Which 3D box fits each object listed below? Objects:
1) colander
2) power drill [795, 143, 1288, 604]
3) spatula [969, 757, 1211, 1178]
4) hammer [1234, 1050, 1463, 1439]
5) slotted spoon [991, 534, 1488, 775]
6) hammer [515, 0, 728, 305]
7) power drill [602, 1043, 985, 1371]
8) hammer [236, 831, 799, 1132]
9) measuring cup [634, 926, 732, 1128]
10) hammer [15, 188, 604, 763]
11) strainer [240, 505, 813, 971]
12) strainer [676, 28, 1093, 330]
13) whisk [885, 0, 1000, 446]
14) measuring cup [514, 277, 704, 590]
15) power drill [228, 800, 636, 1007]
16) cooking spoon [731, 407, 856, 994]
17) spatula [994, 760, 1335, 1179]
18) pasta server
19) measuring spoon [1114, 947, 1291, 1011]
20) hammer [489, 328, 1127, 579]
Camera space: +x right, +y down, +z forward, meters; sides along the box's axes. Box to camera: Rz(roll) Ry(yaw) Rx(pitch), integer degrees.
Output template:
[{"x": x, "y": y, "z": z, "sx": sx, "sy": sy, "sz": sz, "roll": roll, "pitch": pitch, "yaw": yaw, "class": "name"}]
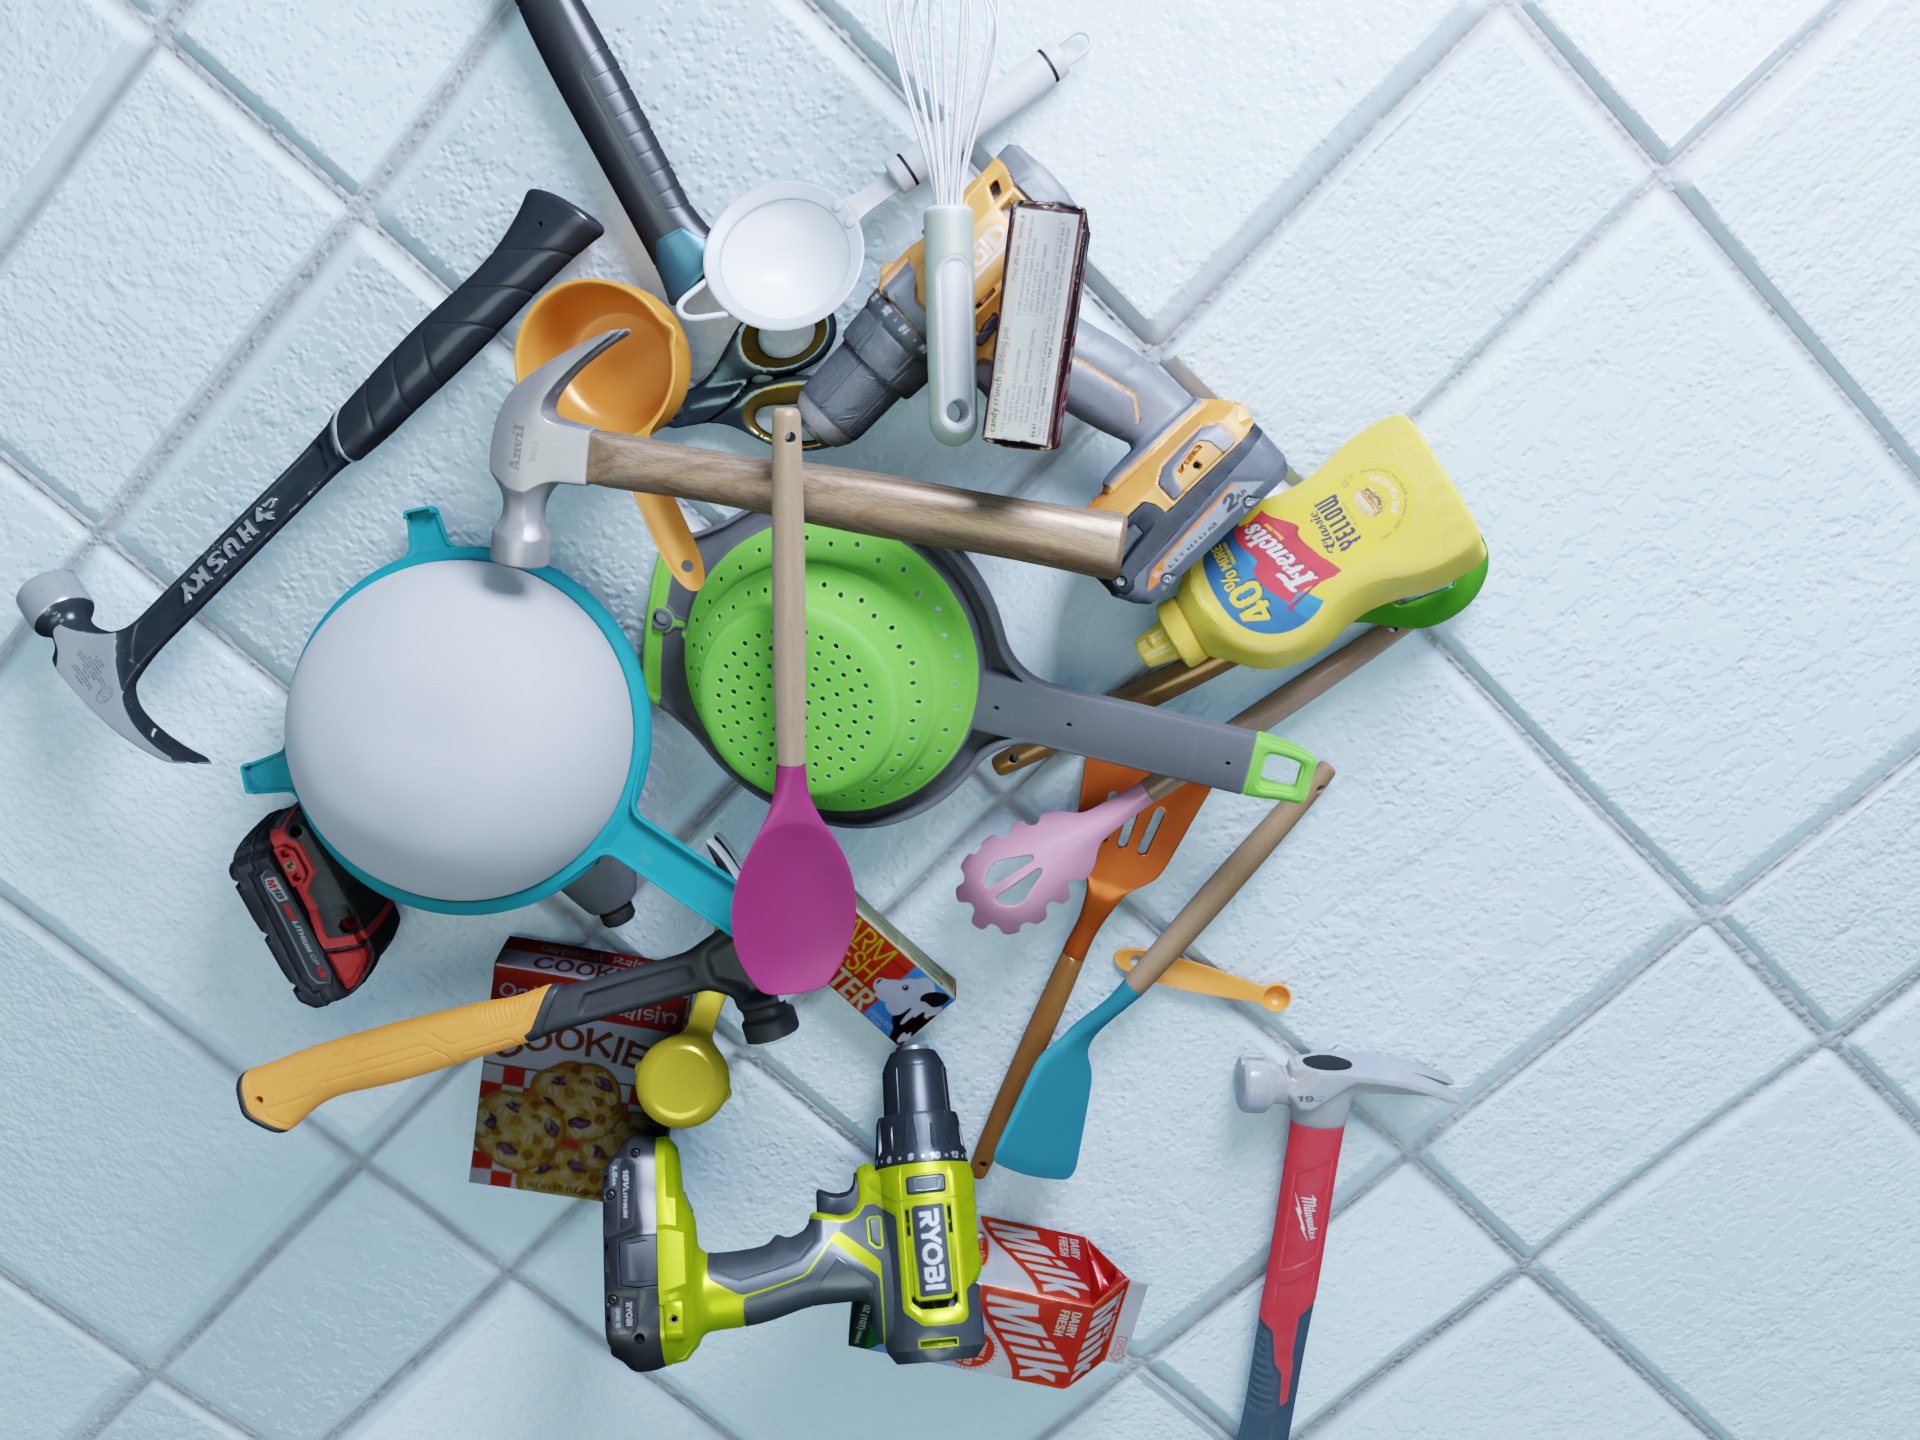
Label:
[{"x": -0.001, "y": -0.003, "z": 0.880, "sx": 0.397, "sy": 0.094, "sz": 0.204, "roll": 13, "pitch": 110, "yaw": 7, "class": "colander"}, {"x": 0.040, "y": -0.164, "z": 0.859, "sx": 0.185, "sy": 0.084, "sz": 0.226, "roll": -43, "pitch": 100, "yaw": 10, "class": "power drill"}, {"x": 0.064, "y": 0.163, "z": 1.013, "sx": 0.081, "sy": 0.041, "sz": 0.322, "roll": 19, "pitch": 113, "yaw": -4, "class": "spatula"}, {"x": 0.239, "y": 0.401, "z": 1.088, "sx": 0.143, "sy": 0.038, "sz": 0.386, "roll": 3, "pitch": 110, "yaw": -2, "class": "hammer"}, {"x": 0.158, "y": -0.038, "z": 0.932, "sx": 0.314, "sy": 0.031, "sz": 0.070, "roll": -26, "pitch": 84, "yaw": 13, "class": "slotted spoon"}, {"x": -0.213, "y": -0.374, "z": 0.815, "sx": 0.128, "sy": 0.033, "sz": 0.330, "roll": -25, "pitch": 108, "yaw": 9, "class": "hammer"}, {"x": -0.102, "y": 0.306, "z": 0.991, "sx": 0.228, "sy": 0.080, "sz": 0.191, "roll": -4, "pitch": 69, "yaw": -6, "class": "power drill"}, {"x": -0.272, "y": 0.172, "z": 0.943, "sx": 0.337, "sy": 0.034, "sz": 0.127, "roll": -17, "pitch": 96, "yaw": 5, "class": "hammer"}, {"x": -0.155, "y": 0.173, "z": 0.976, "sx": 0.062, "sy": 0.029, "sz": 0.156, "roll": 17, "pitch": 79, "yaw": -2, "class": "measuring cup"}, {"x": -0.352, "y": -0.142, "z": 0.883, "sx": 0.409, "sy": 0.036, "sz": 0.149, "roll": -41, "pitch": 78, "yaw": 10, "class": "hammer"}, {"x": -0.229, "y": 0.041, "z": 0.864, "sx": 0.340, "sy": 0.095, "sz": 0.211, "roll": 33, "pitch": 91, "yaw": 3, "class": "strainer"}, {"x": -0.036, "y": -0.281, "z": 0.838, "sx": 0.258, "sy": 0.050, "sz": 0.087, "roll": -35, "pitch": 76, "yaw": 5, "class": "strainer"}, {"x": -0.006, "y": -0.260, "z": 0.788, "sx": 0.057, "sy": 0.059, "sz": 0.246, "roll": -4, "pitch": 99, "yaw": -16, "class": "whisk"}, {"x": -0.173, "y": -0.155, "z": 0.866, "sx": 0.095, "sy": 0.052, "sz": 0.173, "roll": -21, "pitch": 102, "yaw": 11, "class": "measuring cup"}, {"x": -0.308, "y": 0.087, "z": 0.965, "sx": 0.219, "sy": 0.079, "sz": 0.143, "roll": -19, "pitch": 108, "yaw": 5, "class": "power drill"}, {"x": -0.089, "y": -0.002, "z": 0.833, "sx": 0.068, "sy": 0.017, "sz": 0.318, "roll": -4, "pitch": 107, "yaw": -16, "class": "cooking spoon"}, {"x": 0.131, "y": 0.154, "z": 0.987, "sx": 0.082, "sy": 0.044, "sz": 0.317, "roll": 28, "pitch": 105, "yaw": -43, "class": "spatula"}, {"x": 0.133, "y": 0.028, "z": 0.942, "sx": 0.316, "sy": 0.040, "sz": 0.060, "roll": -34, "pitch": 84, "yaw": 2, "class": "pasta server"}, {"x": 0.155, "y": 0.164, "z": 1.019, "sx": 0.117, "sy": 0.011, "sz": 0.021, "roll": 14, "pitch": 105, "yaw": 0, "class": "measuring spoon"}, {"x": -0.078, "y": -0.120, "z": 0.823, "sx": 0.331, "sy": 0.031, "sz": 0.130, "roll": 10, "pitch": 107, "yaw": 2, "class": "hammer"}]
